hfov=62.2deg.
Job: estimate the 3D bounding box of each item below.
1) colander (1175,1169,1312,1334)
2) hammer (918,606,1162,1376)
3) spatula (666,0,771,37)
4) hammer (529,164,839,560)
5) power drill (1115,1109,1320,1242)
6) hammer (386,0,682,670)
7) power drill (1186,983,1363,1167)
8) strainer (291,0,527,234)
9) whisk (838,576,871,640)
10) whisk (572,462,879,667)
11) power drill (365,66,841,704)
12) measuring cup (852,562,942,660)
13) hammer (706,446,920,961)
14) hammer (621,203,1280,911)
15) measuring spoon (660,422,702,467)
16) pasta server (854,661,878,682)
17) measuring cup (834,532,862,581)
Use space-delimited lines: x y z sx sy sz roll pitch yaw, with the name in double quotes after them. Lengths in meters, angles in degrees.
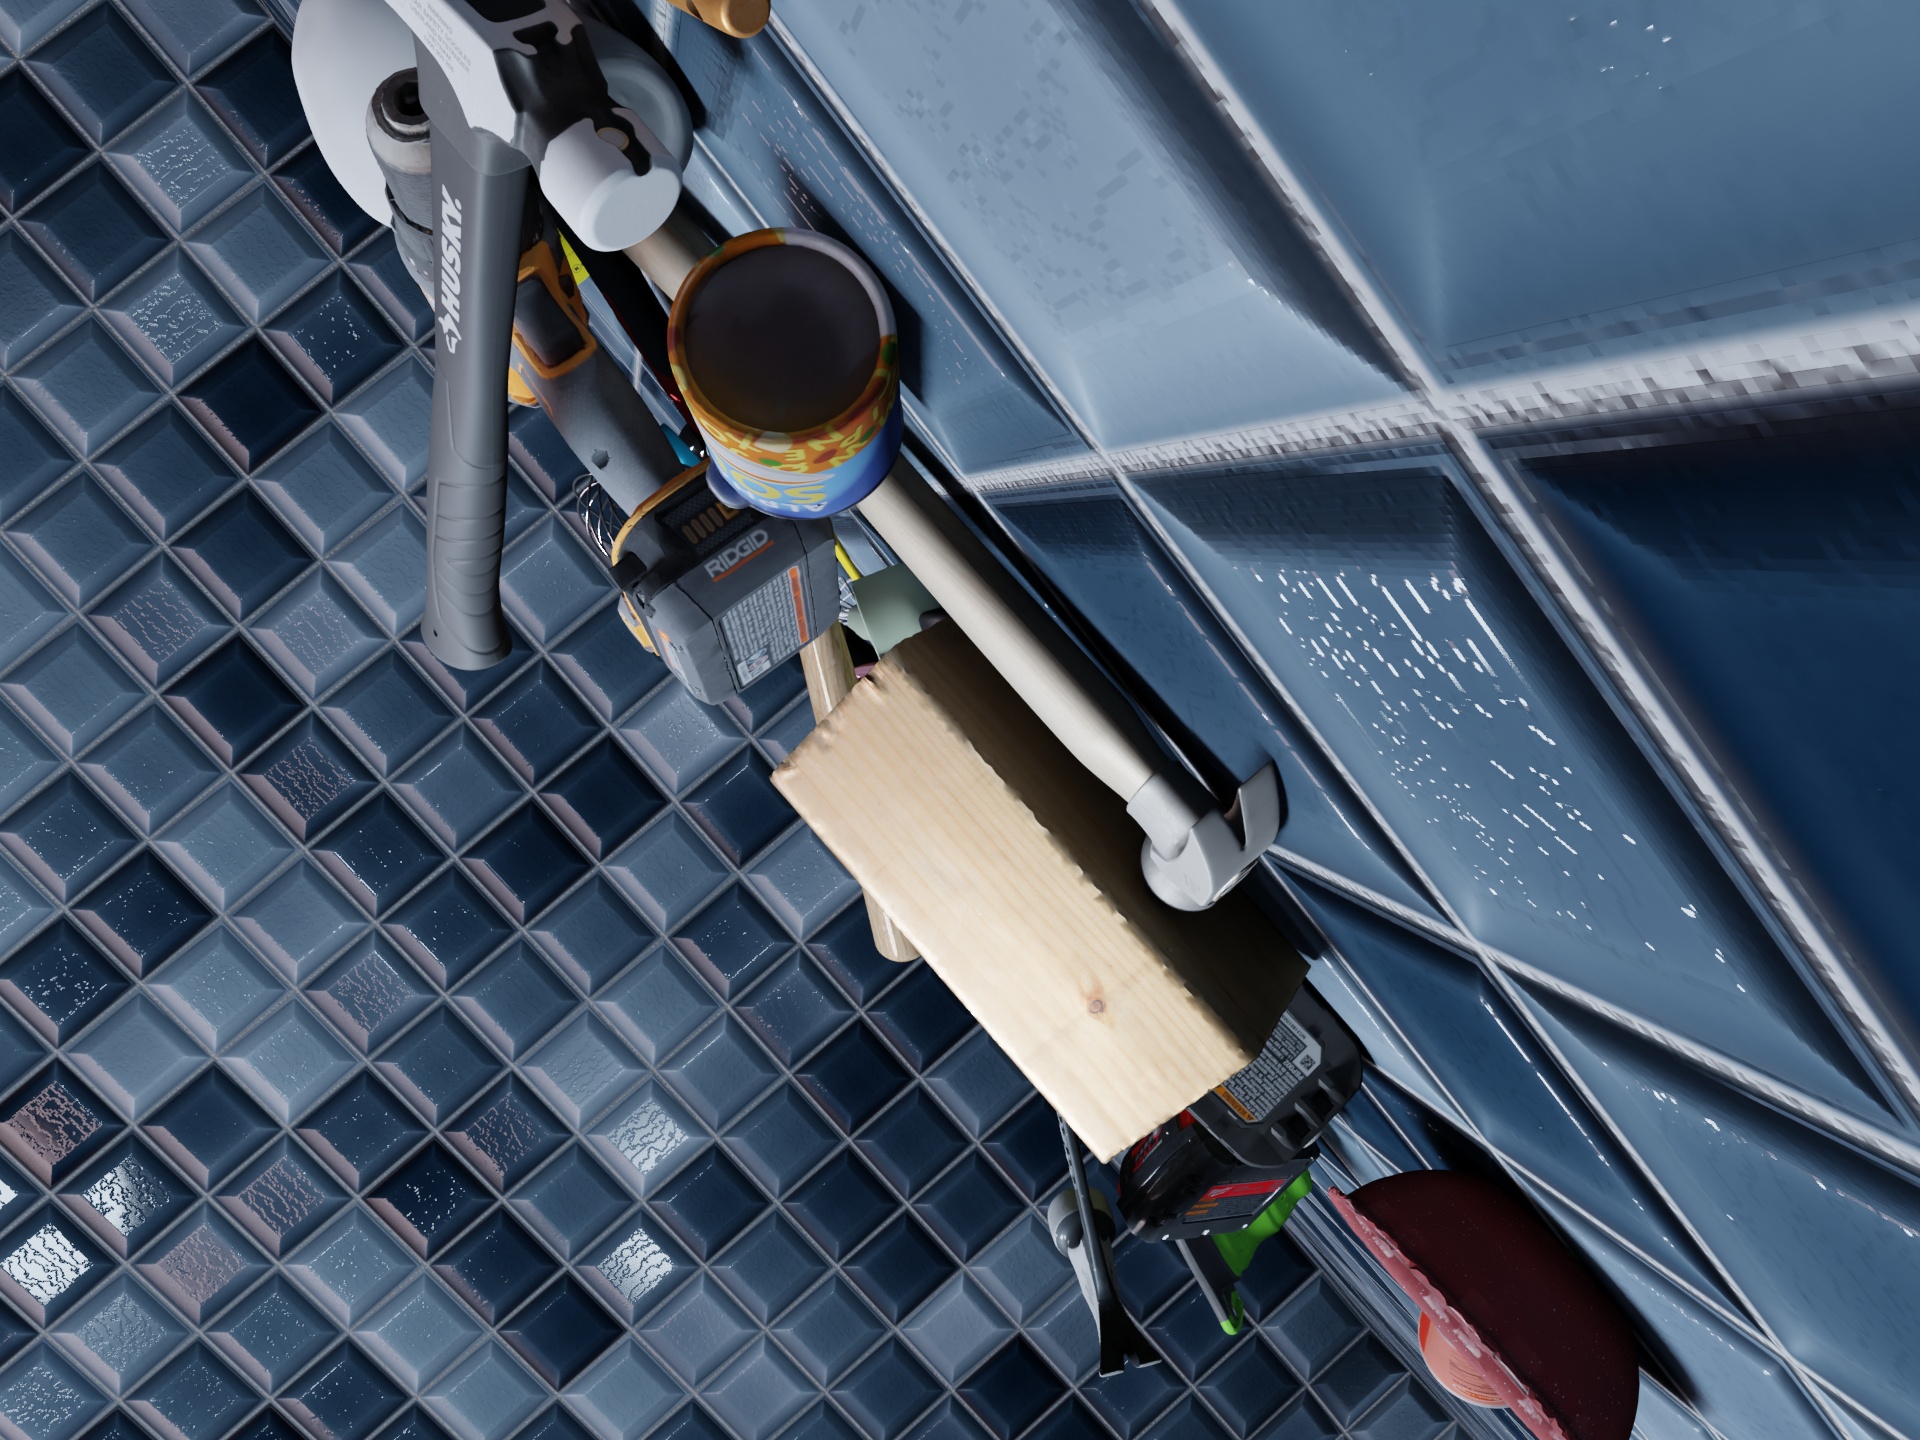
0.149 0.216 1.121 0.397 0.094 0.204 67 -173 13 "colander"
0.037 0.134 0.779 0.149 0.036 0.408 -112 9 -69 "hammer"
-0.144 -0.239 0.445 0.323 0.041 0.080 45 172 38 "spatula"
-0.159 -0.200 0.893 0.143 0.038 0.386 47 174 19 "hammer"
0.106 0.201 0.972 0.143 0.078 0.220 11 -145 -42 "power drill"
-0.171 -0.116 0.545 0.146 0.035 0.334 50 149 11 "hammer"
0.129 0.157 0.820 0.190 0.080 0.228 45 177 5 "power drill"
-0.254 -0.244 0.732 0.152 0.069 0.256 57 158 20 "strainer"
-0.062 -0.066 1.029 0.057 0.059 0.246 25 178 -17 "whisk"
-0.095 -0.062 0.867 0.284 0.070 0.070 34 -173 -44 "whisk"
-0.142 -0.129 0.619 0.226 0.084 0.185 52 169 10 "power drill"
-0.001 -0.003 0.795 0.167 0.038 0.083 63 -175 -13 "measuring cup"
-0.065 -0.023 0.782 0.130 0.031 0.331 42 149 58 "hammer"
-0.036 -0.099 0.582 0.411 0.038 0.146 49 174 13 "hammer"
-0.170 -0.148 1.027 0.042 0.021 0.128 45 173 21 "measuring spoon"
-0.016 0.029 0.967 0.316 0.040 0.060 68 176 -72 "pasta server"
-0.042 -0.080 0.845 0.156 0.029 0.062 55 173 -28 "measuring cup"
